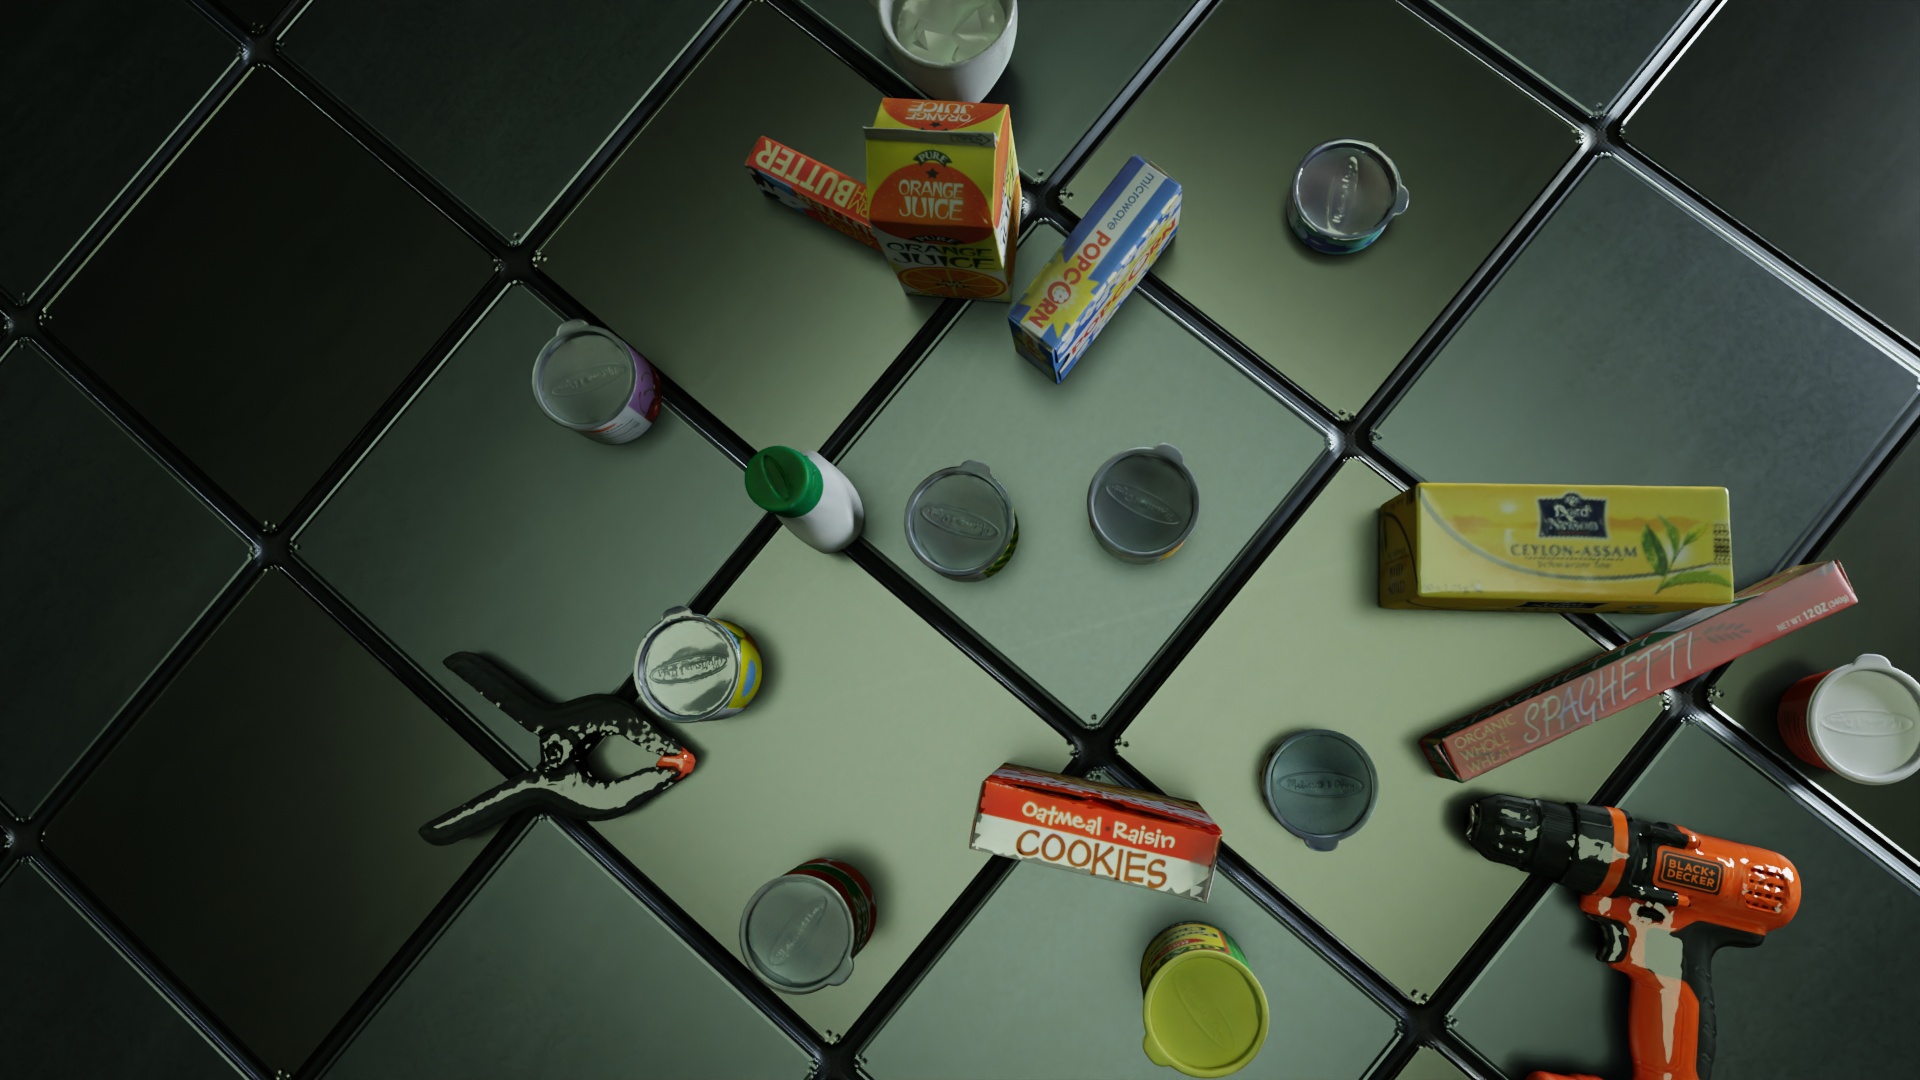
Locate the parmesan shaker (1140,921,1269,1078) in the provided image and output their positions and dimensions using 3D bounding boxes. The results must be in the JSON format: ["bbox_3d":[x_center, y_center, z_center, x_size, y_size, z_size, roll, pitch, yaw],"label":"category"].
[{"bbox_3d":[0.133,0.258,0.787,0.071,0.103,0.071,-1,84,6],"label":"parmesan shaker"}]

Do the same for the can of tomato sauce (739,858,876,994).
[{"bbox_3d":[-0.086,0.227,0.822,0.071,0.083,0.071,-1,84,6],"label":"can of tomato sauce"}]

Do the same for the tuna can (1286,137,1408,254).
[{"bbox_3d":[0.241,-0.214,0.868,0.071,0.033,0.071,-1,83,5],"label":"tuna can"}]

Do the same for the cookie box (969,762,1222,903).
[{"bbox_3d":[0.075,0.157,0.772,0.123,0.167,0.040,11,85,7],"label":"cookie box"}]

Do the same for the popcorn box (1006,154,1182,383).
[{"bbox_3d":[0.083,-0.164,0.851,0.038,0.085,0.127,38,88,8],"label":"popcorn box"}]

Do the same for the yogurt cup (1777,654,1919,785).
[{"bbox_3d":[0.508,0.104,0.794,0.072,0.054,0.072,-1,83,5],"label":"yogurt cup"}]

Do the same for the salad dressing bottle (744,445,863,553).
[{"bbox_3d":[-0.092,-0.027,0.820,0.044,0.147,0.064,-28,82,2],"label":"salad dressing bottle"}]

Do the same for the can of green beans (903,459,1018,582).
[{"bbox_3d":[0.002,-0.009,0.854,0.071,0.058,0.071,-1,84,5],"label":"can of green beans"}]

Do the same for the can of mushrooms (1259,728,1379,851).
[{"bbox_3d":[0.213,0.148,0.828,0.071,0.033,0.071,-1,83,5],"label":"can of mushrooms"}]

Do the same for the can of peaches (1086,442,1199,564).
[{"bbox_3d":[0.112,-0.022,0.845,0.071,0.058,0.071,-1,84,5],"label":"can of peaches"}]

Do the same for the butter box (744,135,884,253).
[{"bbox_3d":[-0.084,-0.219,0.890,0.103,0.053,0.024,28,87,8],"label":"butter box"}]

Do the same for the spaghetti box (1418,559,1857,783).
[{"bbox_3d":[0.391,0.077,0.811,0.250,0.050,0.029,-25,82,2],"label":"spaghetti box"}]

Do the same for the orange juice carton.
[{"bbox_3d":[-0.007,-0.201,0.810,0.072,0.192,0.073,6,85,6],"label":"orange juice carton"}]

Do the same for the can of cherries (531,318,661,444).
[{"bbox_3d":[-0.231,-0.101,0.887,0.071,0.058,0.071,-1,84,5],"label":"can of cherries"}]

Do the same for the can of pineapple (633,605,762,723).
[{"bbox_3d":[-0.161,0.078,0.860,0.071,0.058,0.071,-1,84,5],"label":"can of pineapple"}]
